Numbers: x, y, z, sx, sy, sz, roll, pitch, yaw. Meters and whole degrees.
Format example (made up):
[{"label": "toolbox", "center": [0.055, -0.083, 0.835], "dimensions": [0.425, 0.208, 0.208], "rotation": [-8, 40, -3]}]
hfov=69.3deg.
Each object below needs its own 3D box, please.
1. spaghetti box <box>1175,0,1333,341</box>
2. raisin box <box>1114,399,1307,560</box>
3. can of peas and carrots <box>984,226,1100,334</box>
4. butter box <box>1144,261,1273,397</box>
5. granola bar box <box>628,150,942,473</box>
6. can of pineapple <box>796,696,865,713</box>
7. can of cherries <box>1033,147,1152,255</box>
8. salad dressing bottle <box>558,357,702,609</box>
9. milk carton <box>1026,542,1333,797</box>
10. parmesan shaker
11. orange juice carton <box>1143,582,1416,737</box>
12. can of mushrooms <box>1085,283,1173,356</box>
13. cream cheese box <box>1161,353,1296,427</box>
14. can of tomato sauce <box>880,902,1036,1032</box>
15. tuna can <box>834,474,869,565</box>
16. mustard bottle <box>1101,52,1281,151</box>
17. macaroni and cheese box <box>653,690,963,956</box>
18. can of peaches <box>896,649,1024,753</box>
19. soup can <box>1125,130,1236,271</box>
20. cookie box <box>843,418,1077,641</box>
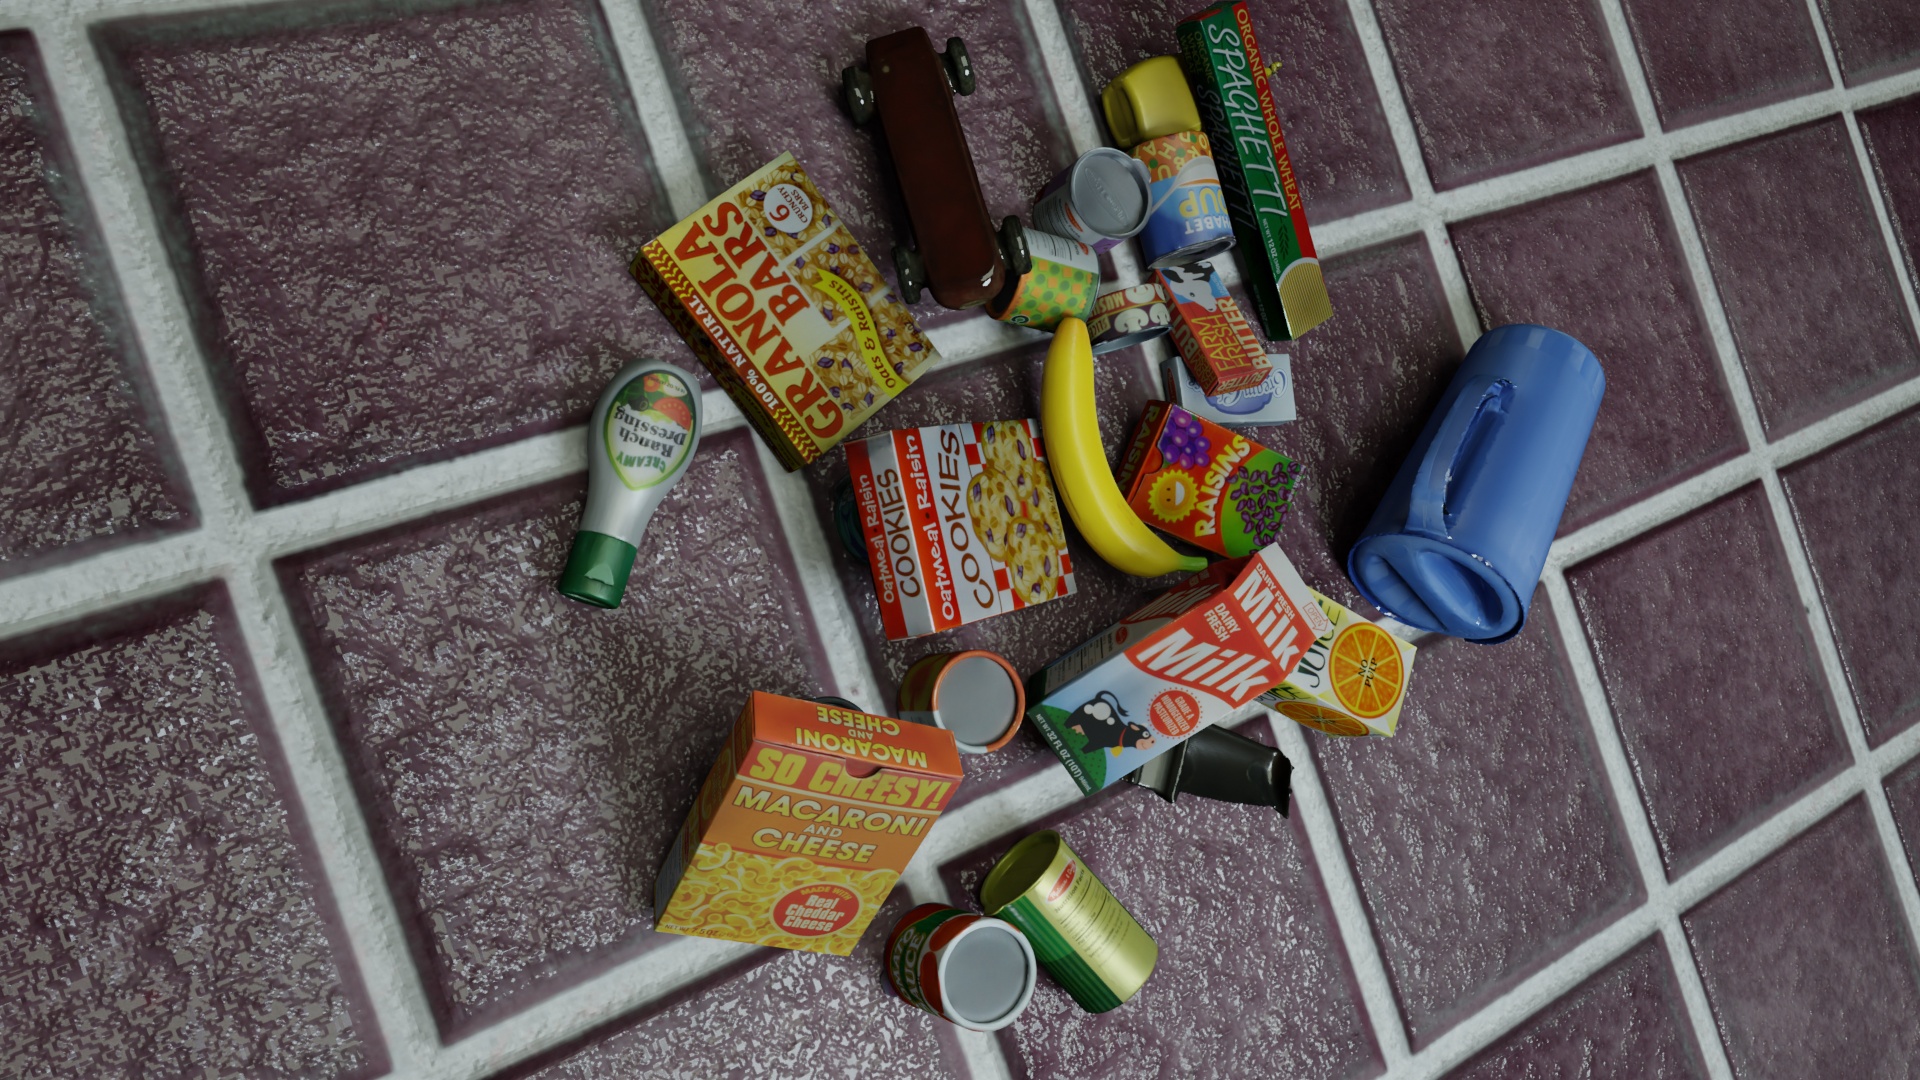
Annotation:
[{"label": "spaghetti box", "center": [0.220, -0.271, 1.031], "dimensions": [0.050, 0.028, 0.249], "rotation": [-32, 112, -26]}, {"label": "raisin box", "center": [0.175, -0.039, 0.993], "dimensions": [0.123, 0.040, 0.086], "rotation": [22, 93, -21]}, {"label": "can of peas and carrots", "center": [0.054, -0.176, 0.955], "dimensions": [0.059, 0.071, 0.071], "rotation": [10, 79, -23]}, {"label": "butter box", "center": [0.180, -0.155, 1.012], "dimensions": [0.053, 0.024, 0.104], "rotation": [-13, 66, -28]}, {"label": "granola bar box", "center": [-0.110, -0.145, 0.886], "dimensions": [0.125, 0.039, 0.165], "rotation": [-42, 101, -25]}, {"label": "can of pineapple", "center": [-0.091, 0.129, 0.844], "dimensions": [0.071, 0.057, 0.071], "rotation": [4, 81, -25]}, {"label": "can of cherries", "center": [0.095, -0.238, 0.986], "dimensions": [0.071, 0.058, 0.071], "rotation": [4, 80, -24]}, {"label": "salad dressing bottle", "center": [-0.198, -0.034, 0.826], "dimensions": [0.064, 0.044, 0.148], "rotation": [21, 74, -22]}, {"label": "milk carton", "center": [0.141, 0.079, 0.900], "dimensions": [0.190, 0.073, 0.072], "rotation": [-34, 98, 11]}, {"label": "parmesan shaker", "center": [0.069, 0.249, 0.897], "dimensions": [0.071, 0.071, 0.103], "rotation": [-46, 103, -23]}, {"label": "orange juice carton", "center": [0.225, 0.072, 0.994], "dimensions": [0.192, 0.071, 0.073], "rotation": [27, 71, -20]}, {"label": "can of mushrooms", "center": [0.112, -0.155, 0.977], "dimensions": [0.071, 0.071, 0.033], "rotation": [-16, 89, -26]}, {"label": "cream cheese box", "center": [0.201, -0.111, 1.036], "dimensions": [0.104, 0.024, 0.053], "rotation": [-5, 86, -26]}, {"label": "can of tomato sauce", "center": [-0.003, 0.261, 0.852], "dimensions": [0.071, 0.083, 0.071], "rotation": [4, 81, -25]}, {"label": "tuna can", "center": [-0.047, -0.018, 0.901], "dimensions": [0.071, 0.032, 0.071], "rotation": [4, 81, -25]}, {"label": "mustard bottle", "center": [0.182, -0.338, 1.047], "dimensions": [0.161, 0.048, 0.065], "rotation": [-23, 99, -27]}, {"label": "macaroni and cheese box", "center": [-0.089, 0.166, 0.790], "dimensions": [0.124, 0.165, 0.040], "rotation": [15, 34, -23]}, {"label": "can of peaches", "center": [0.001, 0.102, 0.892], "dimensions": [0.071, 0.058, 0.071], "rotation": [3, 82, -24]}, {"label": "soup can", "center": [0.160, -0.247, 1.011], "dimensions": [0.071, 0.071, 0.083], "rotation": [-14, 88, -26]}, {"label": "cookie box", "center": [0.003, -0.011, 0.880], "dimensions": [0.168, 0.040, 0.123], "rotation": [-11, 87, -55]}]
